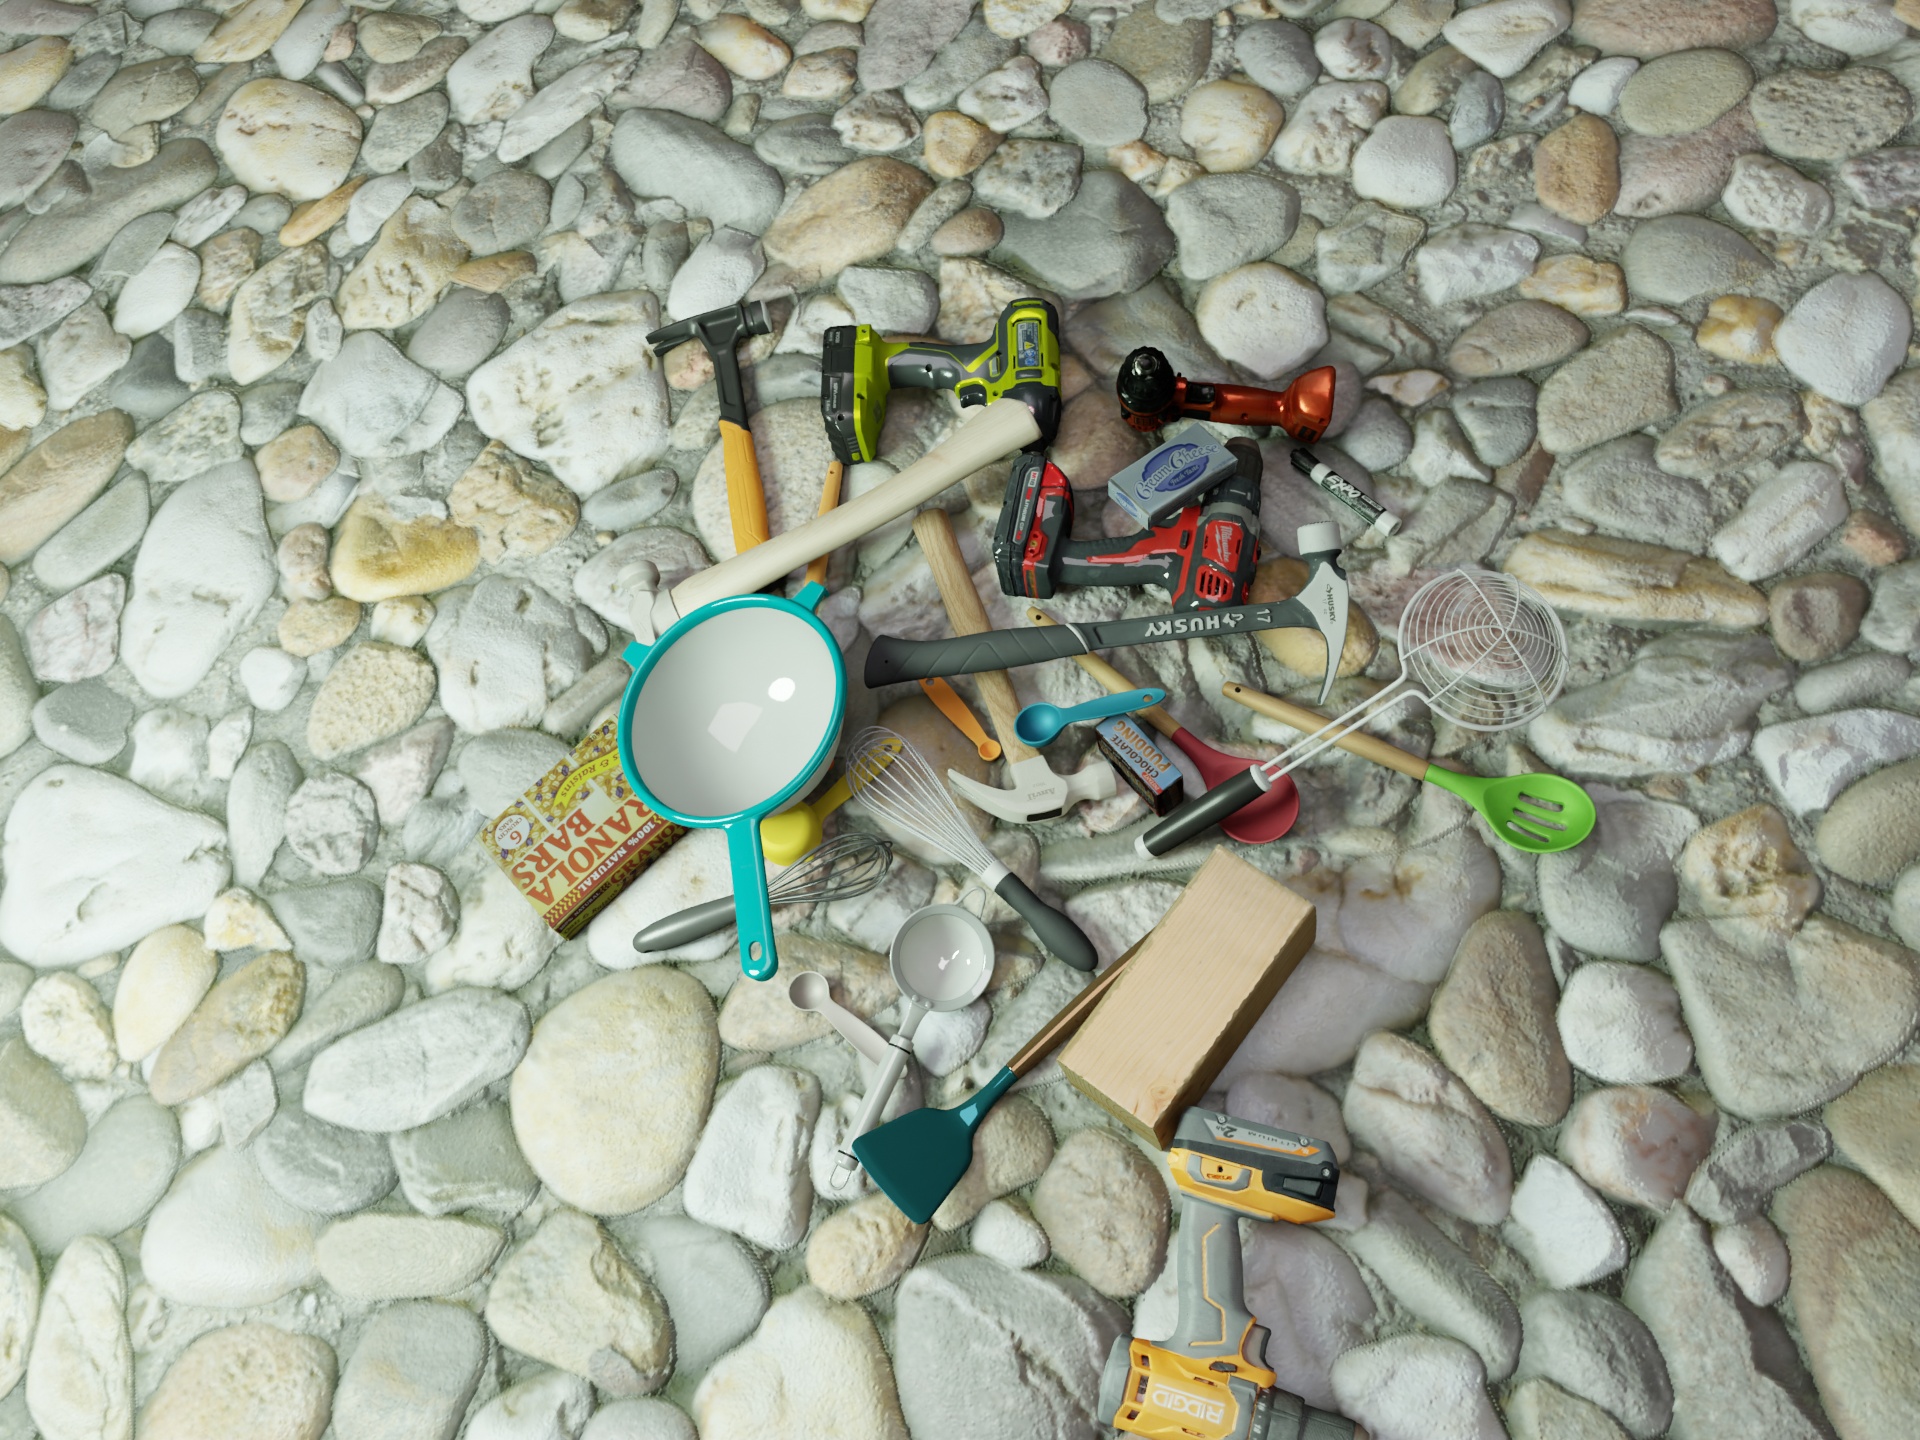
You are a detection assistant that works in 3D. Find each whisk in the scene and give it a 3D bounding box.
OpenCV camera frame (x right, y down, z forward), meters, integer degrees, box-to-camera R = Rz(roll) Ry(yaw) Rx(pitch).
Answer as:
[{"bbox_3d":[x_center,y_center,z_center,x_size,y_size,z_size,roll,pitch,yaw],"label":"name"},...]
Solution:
[{"bbox_3d":[-0.166,0.148,1.337,0.239,0.055,0.055,-21,62,6],"label":"whisk"},{"bbox_3d":[0.008,0.106,1.311,0.285,0.070,0.070,42,78,19],"label":"whisk"}]

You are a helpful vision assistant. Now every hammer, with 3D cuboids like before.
[{"bbox_3d":[-0.111,-0.164,1.428,0.410,0.038,0.146,-27,67,8],"label":"hammer"},{"bbox_3d":[-0.225,-0.266,1.554,0.127,0.034,0.337,-15,62,3],"label":"hammer"},{"bbox_3d":[0.119,-0.066,1.331,0.409,0.036,0.149,-7,90,8],"label":"hammer"},{"bbox_3d":[0.019,-0.055,1.396,0.130,0.031,0.332,-16,60,-8],"label":"hammer"}]

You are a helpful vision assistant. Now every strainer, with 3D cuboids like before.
[{"bbox_3d":[-0.045,0.248,1.257,0.087,0.050,0.258,29,72,-10],"label":"strainer"},{"bbox_3d":[-0.168,0.061,1.326,0.211,0.095,0.341,-17,63,13],"label":"strainer"}]

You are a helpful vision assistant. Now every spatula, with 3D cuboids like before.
[{"bbox_3d":[-0.136,-0.102,1.464,0.081,0.041,0.323,0,60,14],"label":"spatula"},{"bbox_3d":[0.060,0.255,1.236,0.317,0.044,0.082,-41,68,-11],"label":"spatula"}]

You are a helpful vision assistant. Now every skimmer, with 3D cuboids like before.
[{"bbox_3d":[0.295,0.013,1.243,0.363,0.090,0.127,-36,74,28],"label":"skimmer"}]

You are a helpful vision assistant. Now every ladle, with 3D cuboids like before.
[{"bbox_3d":[0.164,-0.004,1.350,0.069,0.031,0.316,-47,62,0],"label":"ladle"}]

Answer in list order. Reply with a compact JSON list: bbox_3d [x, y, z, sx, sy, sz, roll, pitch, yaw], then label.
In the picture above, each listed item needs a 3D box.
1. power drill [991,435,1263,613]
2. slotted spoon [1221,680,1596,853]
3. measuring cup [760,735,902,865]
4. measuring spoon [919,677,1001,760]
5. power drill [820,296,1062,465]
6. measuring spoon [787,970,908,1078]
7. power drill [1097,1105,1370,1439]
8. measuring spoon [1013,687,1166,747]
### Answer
[{"bbox_3d":[0.156,-0.178,1.411,0.227,0.080,0.188,9,67,13],"label":"power drill"},{"bbox_3d":[0.357,0.030,1.294,0.314,0.031,0.070,24,71,23],"label":"slotted spoon"},{"bbox_3d":[-0.112,0.062,1.372,0.156,0.029,0.062,-41,64,-8],"label":"measuring cup"},{"bbox_3d":[-0.002,-0.004,1.395,0.021,0.011,0.117,-31,59,-16],"label":"measuring spoon"},{"bbox_3d":[-0.016,-0.313,1.512,0.223,0.080,0.171,-3,64,7],"label":"power drill"},{"bbox_3d":[-0.090,0.250,1.288,0.124,0.018,0.034,38,69,18],"label":"measuring spoon"},{"bbox_3d":[0.210,0.404,1.113,0.185,0.084,0.226,12,72,16],"label":"power drill"},{"bbox_3d":[0.108,-0.003,1.316,0.128,0.021,0.042,-13,50,10],"label":"measuring spoon"}]
